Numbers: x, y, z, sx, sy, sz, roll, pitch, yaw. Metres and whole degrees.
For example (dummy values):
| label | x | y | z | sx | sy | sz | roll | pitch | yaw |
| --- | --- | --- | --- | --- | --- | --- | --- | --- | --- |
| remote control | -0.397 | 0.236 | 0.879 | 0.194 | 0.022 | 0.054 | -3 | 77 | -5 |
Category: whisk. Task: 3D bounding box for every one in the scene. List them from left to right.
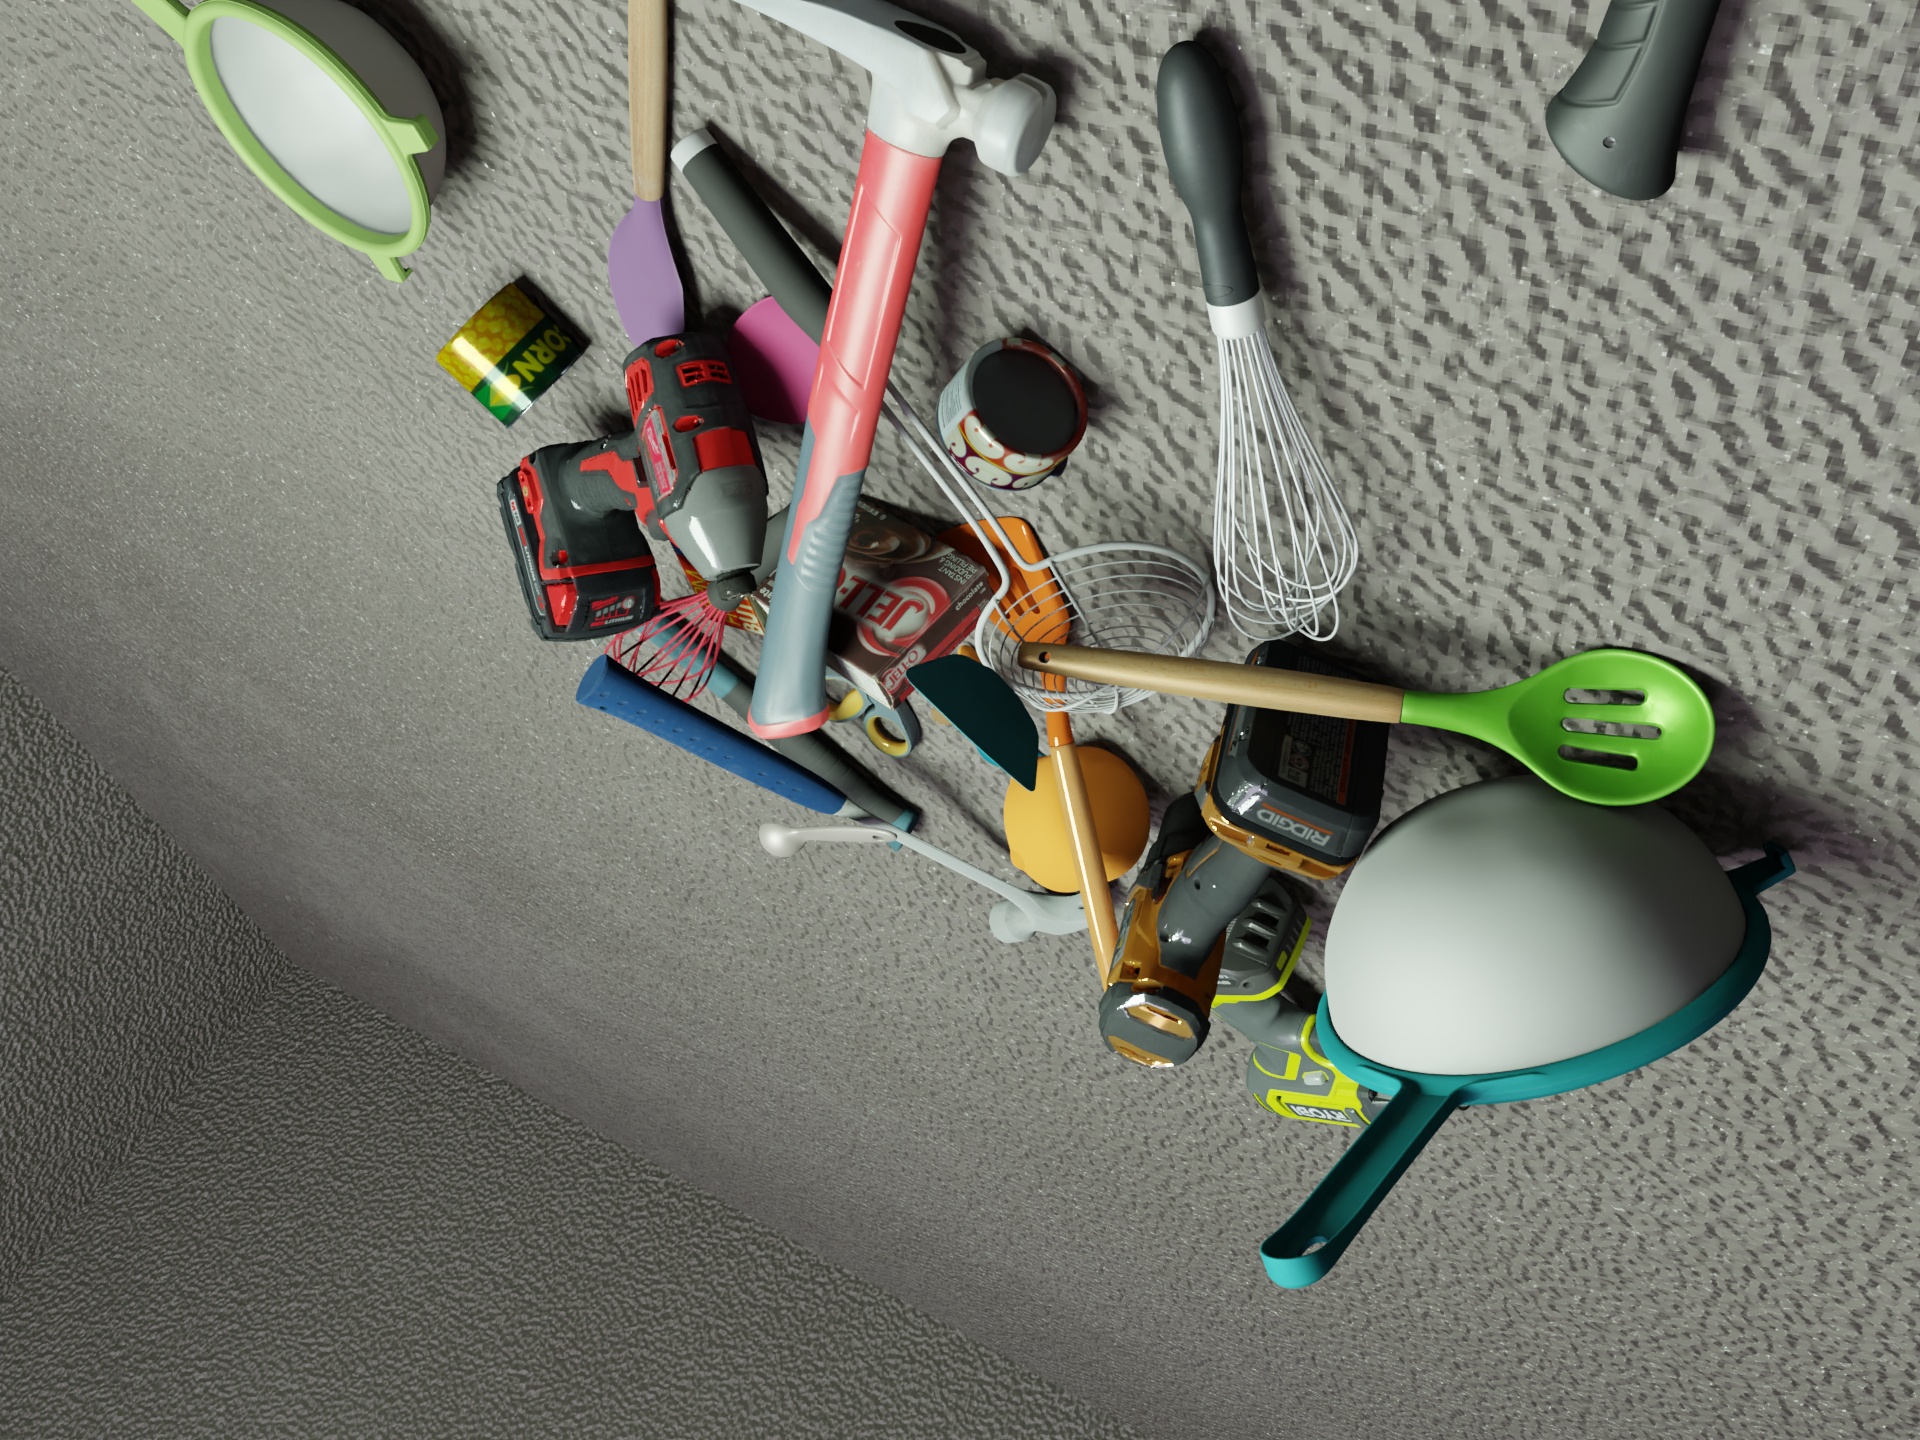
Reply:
| label | x | y | z | sx | sy | sz | roll | pitch | yaw |
| --- | --- | --- | --- | --- | --- | --- | --- | --- | --- |
| whisk | -0.160 | -0.072 | 1.018 | 0.073 | 0.073 | 0.296 | 41 | 143 | -12 |
| whisk | 0.123 | -0.144 | 0.669 | 0.070 | 0.070 | 0.284 | 12 | 140 | 35 |

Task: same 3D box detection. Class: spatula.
| label | x | y | z | sx | sy | sz | roll | pitch | yaw |
| --- | --- | --- | --- | --- | --- | --- | --- | --- | --- |
| spatula | -0.155 | -0.282 | 0.785 | 0.060 | 0.018 | 0.315 | 41 | 153 | 10 |
| spatula | -0.001 | -0.003 | 0.894 | 0.082 | 0.044 | 0.317 | 42 | 174 | -4 |
| spatula | 0.057 | 0.039 | 0.925 | 0.081 | 0.041 | 0.322 | -5 | 100 | 50 |

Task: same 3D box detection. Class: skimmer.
| label | x | y | z | sx | sy | sz | roll | pitch | yaw |
| --- | --- | --- | --- | --- | --- | --- | --- | --- | --- |
| skimmer | -0.010 | -0.149 | 0.813 | 0.127 | 0.090 | 0.363 | -34 | 99 | 30 |

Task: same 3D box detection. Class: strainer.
| label | x | y | z | sx | sy | sz | roll | pitch | yaw |
| --- | --- | --- | --- | --- | --- | --- | --- | --- | --- |
| strainer | -0.366 | -0.359 | 0.833 | 0.256 | 0.069 | 0.151 | 40 | 153 | -9 |
| strainer | 0.216 | 0.109 | 0.708 | 0.211 | 0.340 | 0.095 | -10 | 107 | 47 |

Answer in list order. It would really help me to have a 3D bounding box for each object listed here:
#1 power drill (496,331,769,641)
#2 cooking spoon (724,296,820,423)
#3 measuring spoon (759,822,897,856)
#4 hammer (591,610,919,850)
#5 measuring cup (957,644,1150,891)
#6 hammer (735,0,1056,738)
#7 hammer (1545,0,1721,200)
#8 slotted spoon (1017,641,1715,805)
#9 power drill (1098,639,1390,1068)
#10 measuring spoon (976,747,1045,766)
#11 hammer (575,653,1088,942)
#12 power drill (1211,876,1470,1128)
| label | x | y | z | sx | sy | sz | roll | pitch | yaw |
| --- | --- | --- | --- | --- | --- | --- | --- | --- | --- |
| power drill | -0.183 | -0.120 | 0.919 | 0.220 | 0.078 | 0.143 | -18 | 87 | 53 |
| cooking spoon | -0.152 | -0.179 | 0.938 | 0.319 | 0.017 | 0.068 | -13 | 118 | 53 |
| measuring spoon | -0.093 | 0.085 | 1.097 | 0.124 | 0.018 | 0.034 | -4 | 148 | 39 |
| hammer | -0.159 | -0.016 | 1.180 | 0.331 | 0.033 | 0.128 | 41 | 150 | -12 |
| measuring cup | 0.056 | 0.024 | 0.984 | 0.052 | 0.095 | 0.173 | -19 | 103 | 50 |
| hammer | -0.071 | -0.144 | 0.765 | 0.143 | 0.038 | 0.386 | 30 | 133 | 13 |
| hammer | 0.209 | -0.277 | 0.394 | 0.146 | 0.035 | 0.334 | 23 | 150 | 21 |
| slotted spoon | 0.180 | -0.012 | 0.741 | 0.314 | 0.070 | 0.031 | 8 | -179 | 14 |
| power drill | 0.149 | 0.060 | 0.866 | 0.084 | 0.185 | 0.226 | 23 | 134 | -1 |
| measuring spoon | 0.061 | 0.042 | 1.048 | 0.128 | 0.021 | 0.042 | 35 | 152 | 3 |
| hammer | -0.073 | 0.060 | 1.100 | 0.405 | 0.035 | 0.144 | 29 | 154 | -25 |
| power drill | 0.224 | 0.197 | 1.065 | 0.223 | 0.080 | 0.171 | 44 | 151 | -25 |
